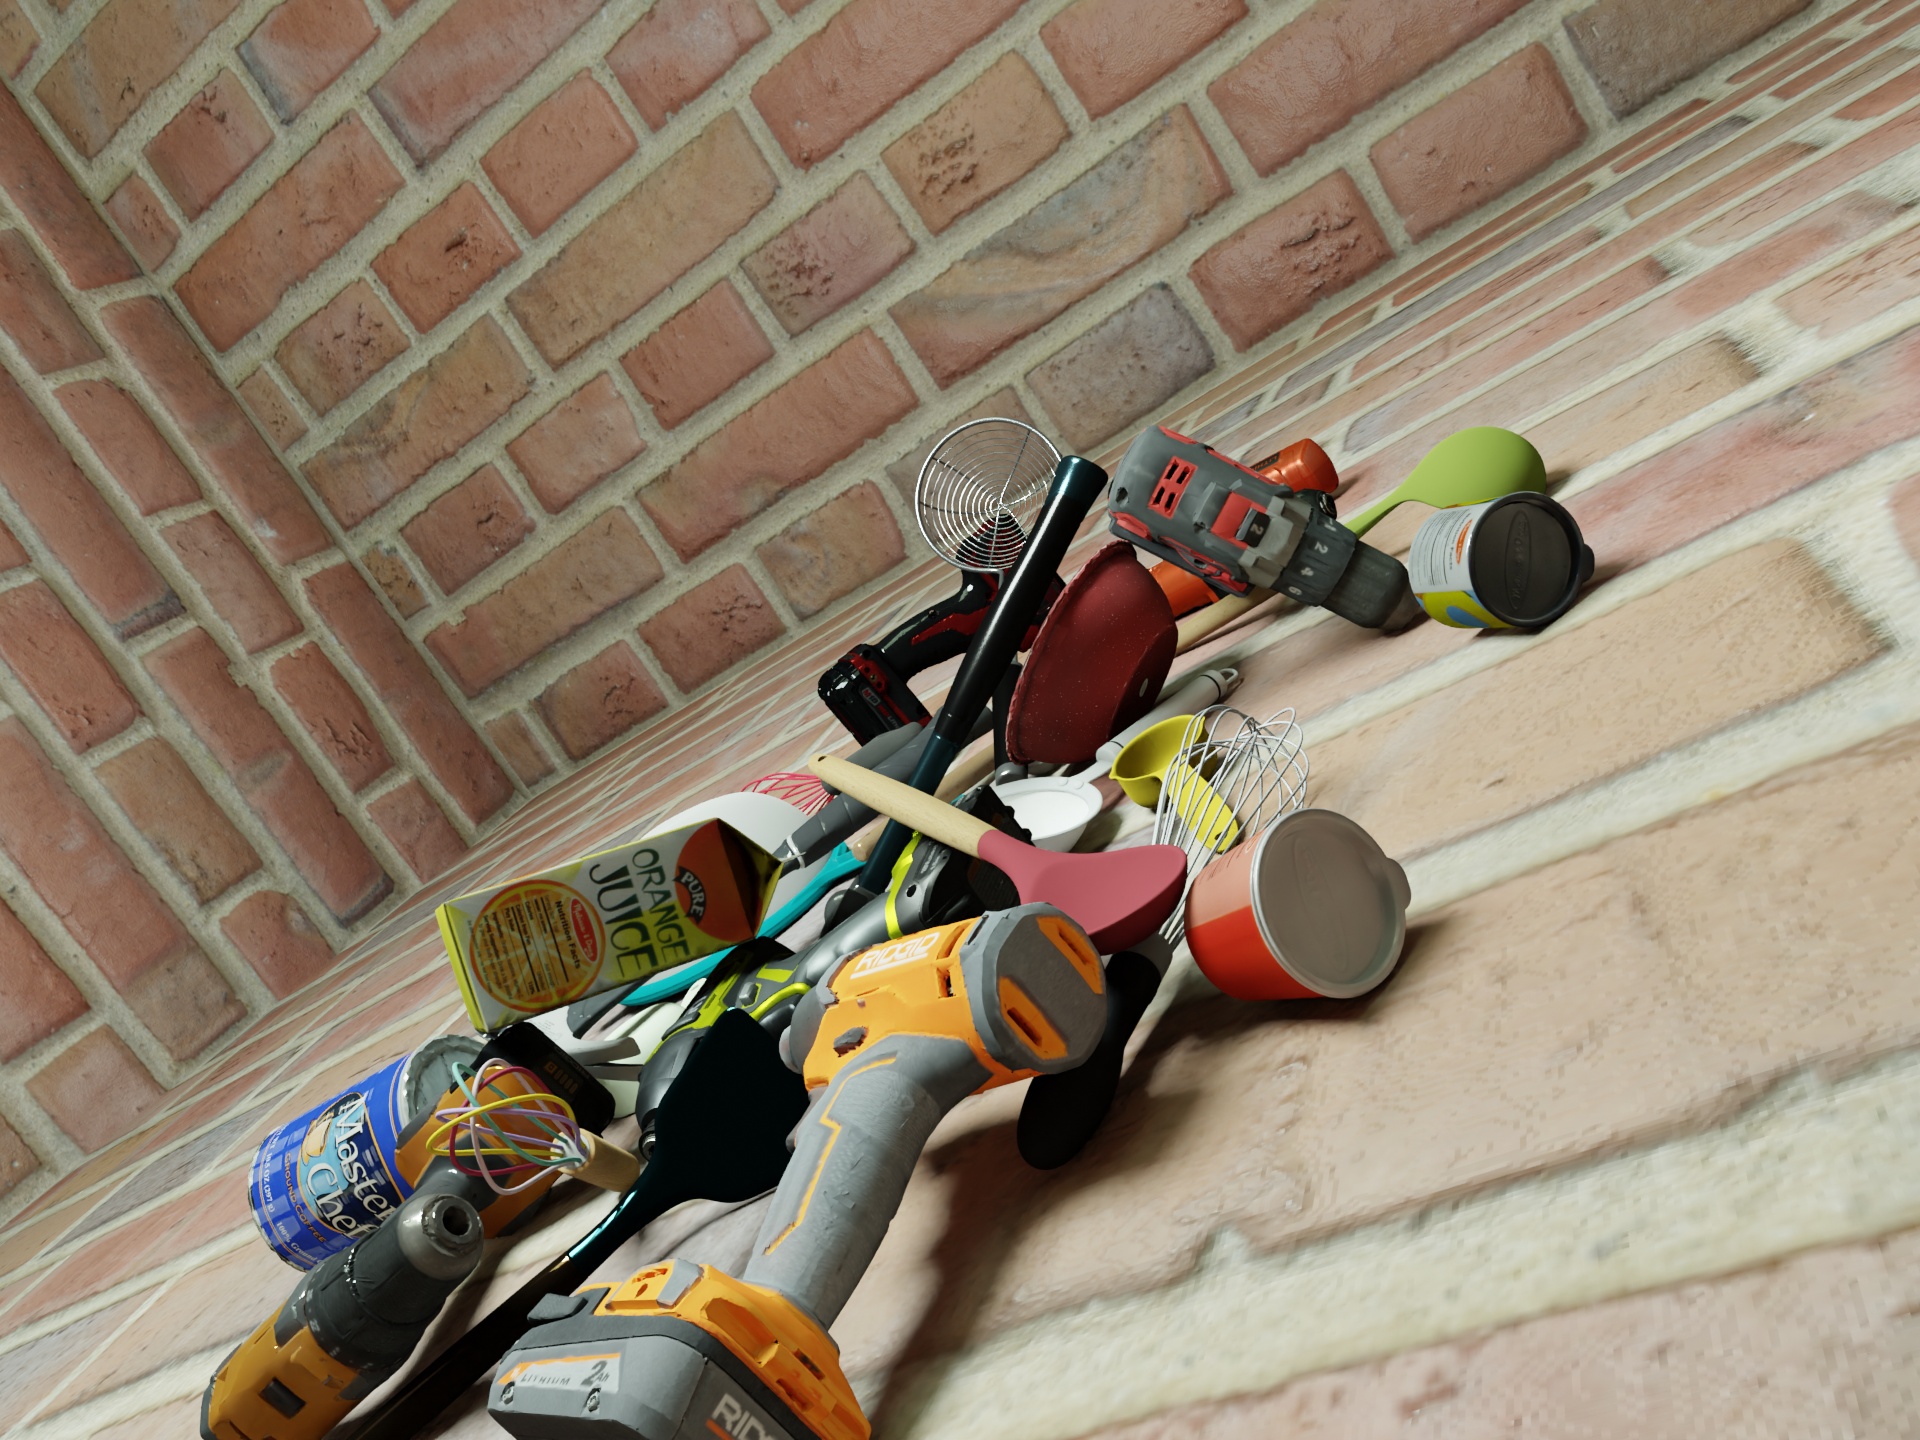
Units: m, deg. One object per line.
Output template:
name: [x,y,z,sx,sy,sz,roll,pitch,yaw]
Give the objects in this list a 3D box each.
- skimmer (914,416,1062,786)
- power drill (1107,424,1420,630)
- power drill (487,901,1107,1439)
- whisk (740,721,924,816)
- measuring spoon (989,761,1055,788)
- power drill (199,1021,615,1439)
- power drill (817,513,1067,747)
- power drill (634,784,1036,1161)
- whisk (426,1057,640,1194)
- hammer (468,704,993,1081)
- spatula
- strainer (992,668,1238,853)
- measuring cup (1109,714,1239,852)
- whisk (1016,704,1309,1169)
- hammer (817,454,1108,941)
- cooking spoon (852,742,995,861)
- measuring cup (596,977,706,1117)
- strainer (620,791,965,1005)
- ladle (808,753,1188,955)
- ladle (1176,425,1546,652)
skimmer: [0.025,-0.095,1.172,0.127,0.090,0.364,-14,38,12]
power drill: [0.179,-0.117,0.984,0.080,0.188,0.227,-63,1,9]
power drill: [-0.056,0.165,0.560,0.164,0.084,0.226,-24,21,47]
whisk: [-0.111,0.055,1.283,0.073,0.073,0.296,-42,7,-38]
measuring spoon: [0.024,0.056,1.081,0.124,0.018,0.034,-44,33,-18]
power drill: [-0.258,0.244,0.793,0.185,0.084,0.226,-45,5,25]
power drill: [0.001,-0.054,1.330,0.219,0.143,0.078,-42,13,-11]
power drill: [-0.063,0.136,0.810,0.223,0.080,0.171,-33,10,22]
whisk: [-0.187,0.195,0.728,0.047,0.051,0.244,-51,-15,-16]
hammer: [-0.119,0.097,1.047,0.149,0.036,0.409,11,38,45]
spatula: [-0.192,0.258,0.701,0.317,0.082,0.044,-41,0,-9]
strainer: [0.086,0.028,0.941,0.258,0.050,0.087,-33,30,-34]
measuring cup: [0.122,0.042,0.834,0.062,0.029,0.157,-33,22,4]
whisk: [0.088,0.079,0.667,0.070,0.070,0.285,-25,18,40]
hammer: [-0.001,-0.003,0.937,0.331,0.033,0.128,-63,6,6]
cooking spoon: [0.025,0.024,1.129,0.069,0.017,0.319,-25,6,43]
measuring cup: [-0.193,0.194,1.026,0.083,0.038,0.168,-32,13,11]
strainer: [-0.147,0.094,1.181,0.340,0.095,0.211,-26,13,29]
ladle: [-0.001,0.050,0.720,0.069,0.031,0.316,-32,24,-21]
ladle: [0.248,-0.102,1.077,0.320,0.062,0.078,-33,10,43]
